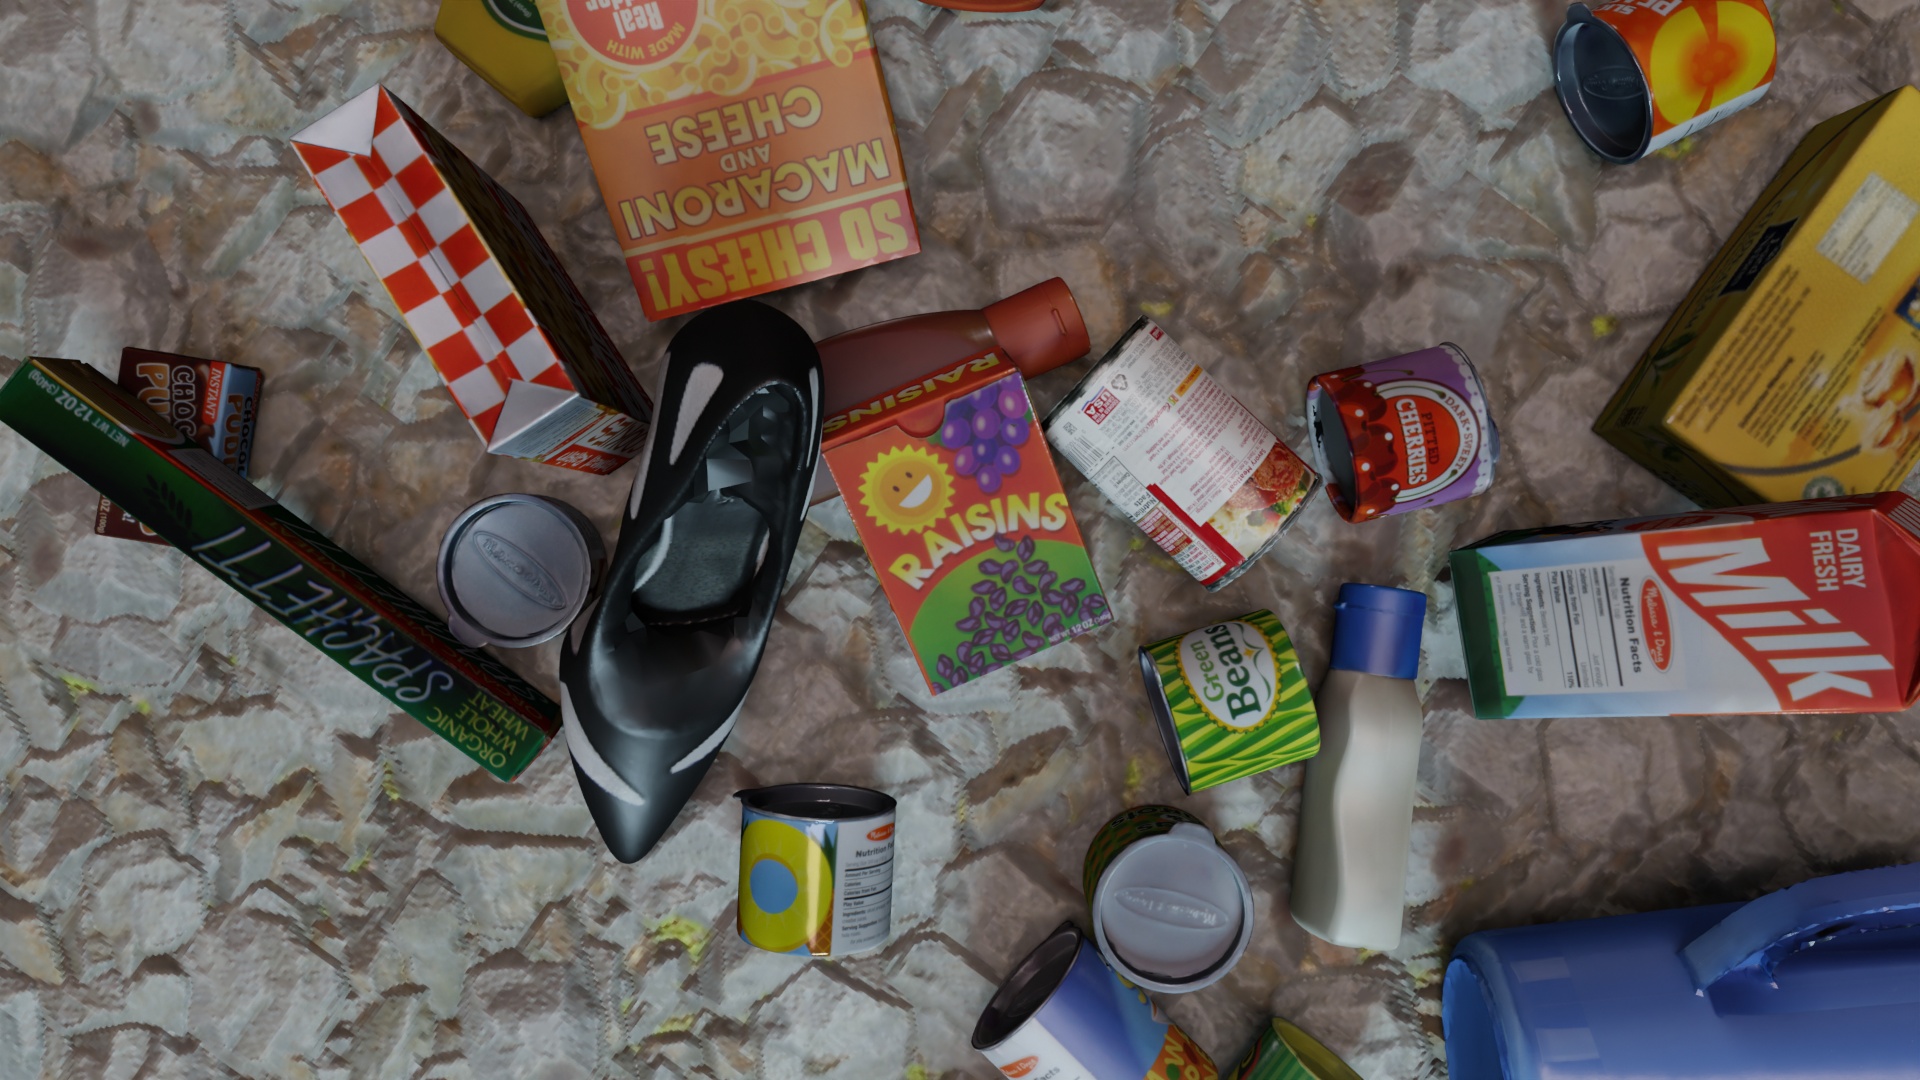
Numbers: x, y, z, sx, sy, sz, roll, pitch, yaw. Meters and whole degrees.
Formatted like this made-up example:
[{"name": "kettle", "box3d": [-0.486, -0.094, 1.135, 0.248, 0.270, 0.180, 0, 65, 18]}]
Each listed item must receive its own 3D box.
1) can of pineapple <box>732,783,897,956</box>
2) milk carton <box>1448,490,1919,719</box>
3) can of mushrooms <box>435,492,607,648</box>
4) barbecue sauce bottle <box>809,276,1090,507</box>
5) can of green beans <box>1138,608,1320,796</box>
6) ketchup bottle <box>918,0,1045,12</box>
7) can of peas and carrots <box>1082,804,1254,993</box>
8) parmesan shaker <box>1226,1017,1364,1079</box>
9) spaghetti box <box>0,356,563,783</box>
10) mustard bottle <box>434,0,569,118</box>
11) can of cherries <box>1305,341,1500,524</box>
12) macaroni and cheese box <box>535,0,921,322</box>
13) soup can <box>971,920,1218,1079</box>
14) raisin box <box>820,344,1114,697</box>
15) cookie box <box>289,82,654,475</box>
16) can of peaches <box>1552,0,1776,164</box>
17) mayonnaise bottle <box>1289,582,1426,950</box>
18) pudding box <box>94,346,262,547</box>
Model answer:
[{"name": "can of pineapple", "box3d": [-0.063, 0.138, 0.591, 0.071, 0.071, 0.058, 3, 92, 0]}, {"name": "milk carton", "box3d": [0.298, 0.025, 0.532, 0.190, 0.072, 0.073, -8, 92, 41]}, {"name": "can of mushrooms", "box3d": [-0.191, 0.014, 0.605, 0.071, 0.033, 0.071, 0, 91, 0]}, {"name": "barbecue sauce bottle", "box3d": [-0.019, -0.068, 0.597, 0.148, 0.044, 0.064, -23, 97, 0]}, {"name": "can of green beans", "box3d": [0.113, 0.068, 0.587, 0.058, 0.071, 0.071, -17, 91, 1]}, {"name": "ketchup bottle", "box3d": [0.012, -0.306, 0.593, 0.065, 0.043, 0.148, 4, 91, 1]}, {"name": "can of peas and carrots", "box3d": [0.087, 0.148, 0.593, 0.071, 0.059, 0.071, 0, 91, 0]}, {"name": "parmesan shaker", "box3d": [0.127, 0.265, 0.589, 0.071, 0.071, 0.103, 37, 92, 0]}, {"name": "spaghetti box", "box3d": [-0.274, 0.014, 0.576, 0.250, 0.050, 0.028, 39, 88, -11]}, {"name": "mustard bottle", "box3d": [-0.154, -0.259, 0.591, 0.065, 0.049, 0.160, 38, 91, -6]}, {"name": "can of cherries", "box3d": [0.184, -0.044, 0.582, 0.058, 0.071, 0.071, -13, 91, 1]}, {"name": "macaroni and cheese box", "box3d": [-0.094, -0.187, 0.567, 0.124, 0.040, 0.165, -14, 115, 1]}, {"name": "soup can", "box3d": [0.059, 0.216, 0.592, 0.084, 0.071, 0.071, 44, 91, -1]}, {"name": "raisin box", "box3d": [0.002, -0.007, 0.578, 0.086, 0.040, 0.123, -22, 113, 0]}, {"name": "cookie box", "box3d": [-0.175, -0.089, 0.536, 0.040, 0.167, 0.123, -33, 91, -1]}, {"name": "can of peaches", "box3d": [0.292, -0.202, 0.580, 0.058, 0.071, 0.071, -25, 91, 1]}, {"name": "mayonnaise bottle", "box3d": [0.171, 0.093, 0.591, 0.041, 0.064, 0.148, 8, 88, -3]}, {"name": "pudding box", "box3d": [-0.340, -0.039, 0.606, 0.050, 0.030, 0.083, 10, 91, -1]}]
